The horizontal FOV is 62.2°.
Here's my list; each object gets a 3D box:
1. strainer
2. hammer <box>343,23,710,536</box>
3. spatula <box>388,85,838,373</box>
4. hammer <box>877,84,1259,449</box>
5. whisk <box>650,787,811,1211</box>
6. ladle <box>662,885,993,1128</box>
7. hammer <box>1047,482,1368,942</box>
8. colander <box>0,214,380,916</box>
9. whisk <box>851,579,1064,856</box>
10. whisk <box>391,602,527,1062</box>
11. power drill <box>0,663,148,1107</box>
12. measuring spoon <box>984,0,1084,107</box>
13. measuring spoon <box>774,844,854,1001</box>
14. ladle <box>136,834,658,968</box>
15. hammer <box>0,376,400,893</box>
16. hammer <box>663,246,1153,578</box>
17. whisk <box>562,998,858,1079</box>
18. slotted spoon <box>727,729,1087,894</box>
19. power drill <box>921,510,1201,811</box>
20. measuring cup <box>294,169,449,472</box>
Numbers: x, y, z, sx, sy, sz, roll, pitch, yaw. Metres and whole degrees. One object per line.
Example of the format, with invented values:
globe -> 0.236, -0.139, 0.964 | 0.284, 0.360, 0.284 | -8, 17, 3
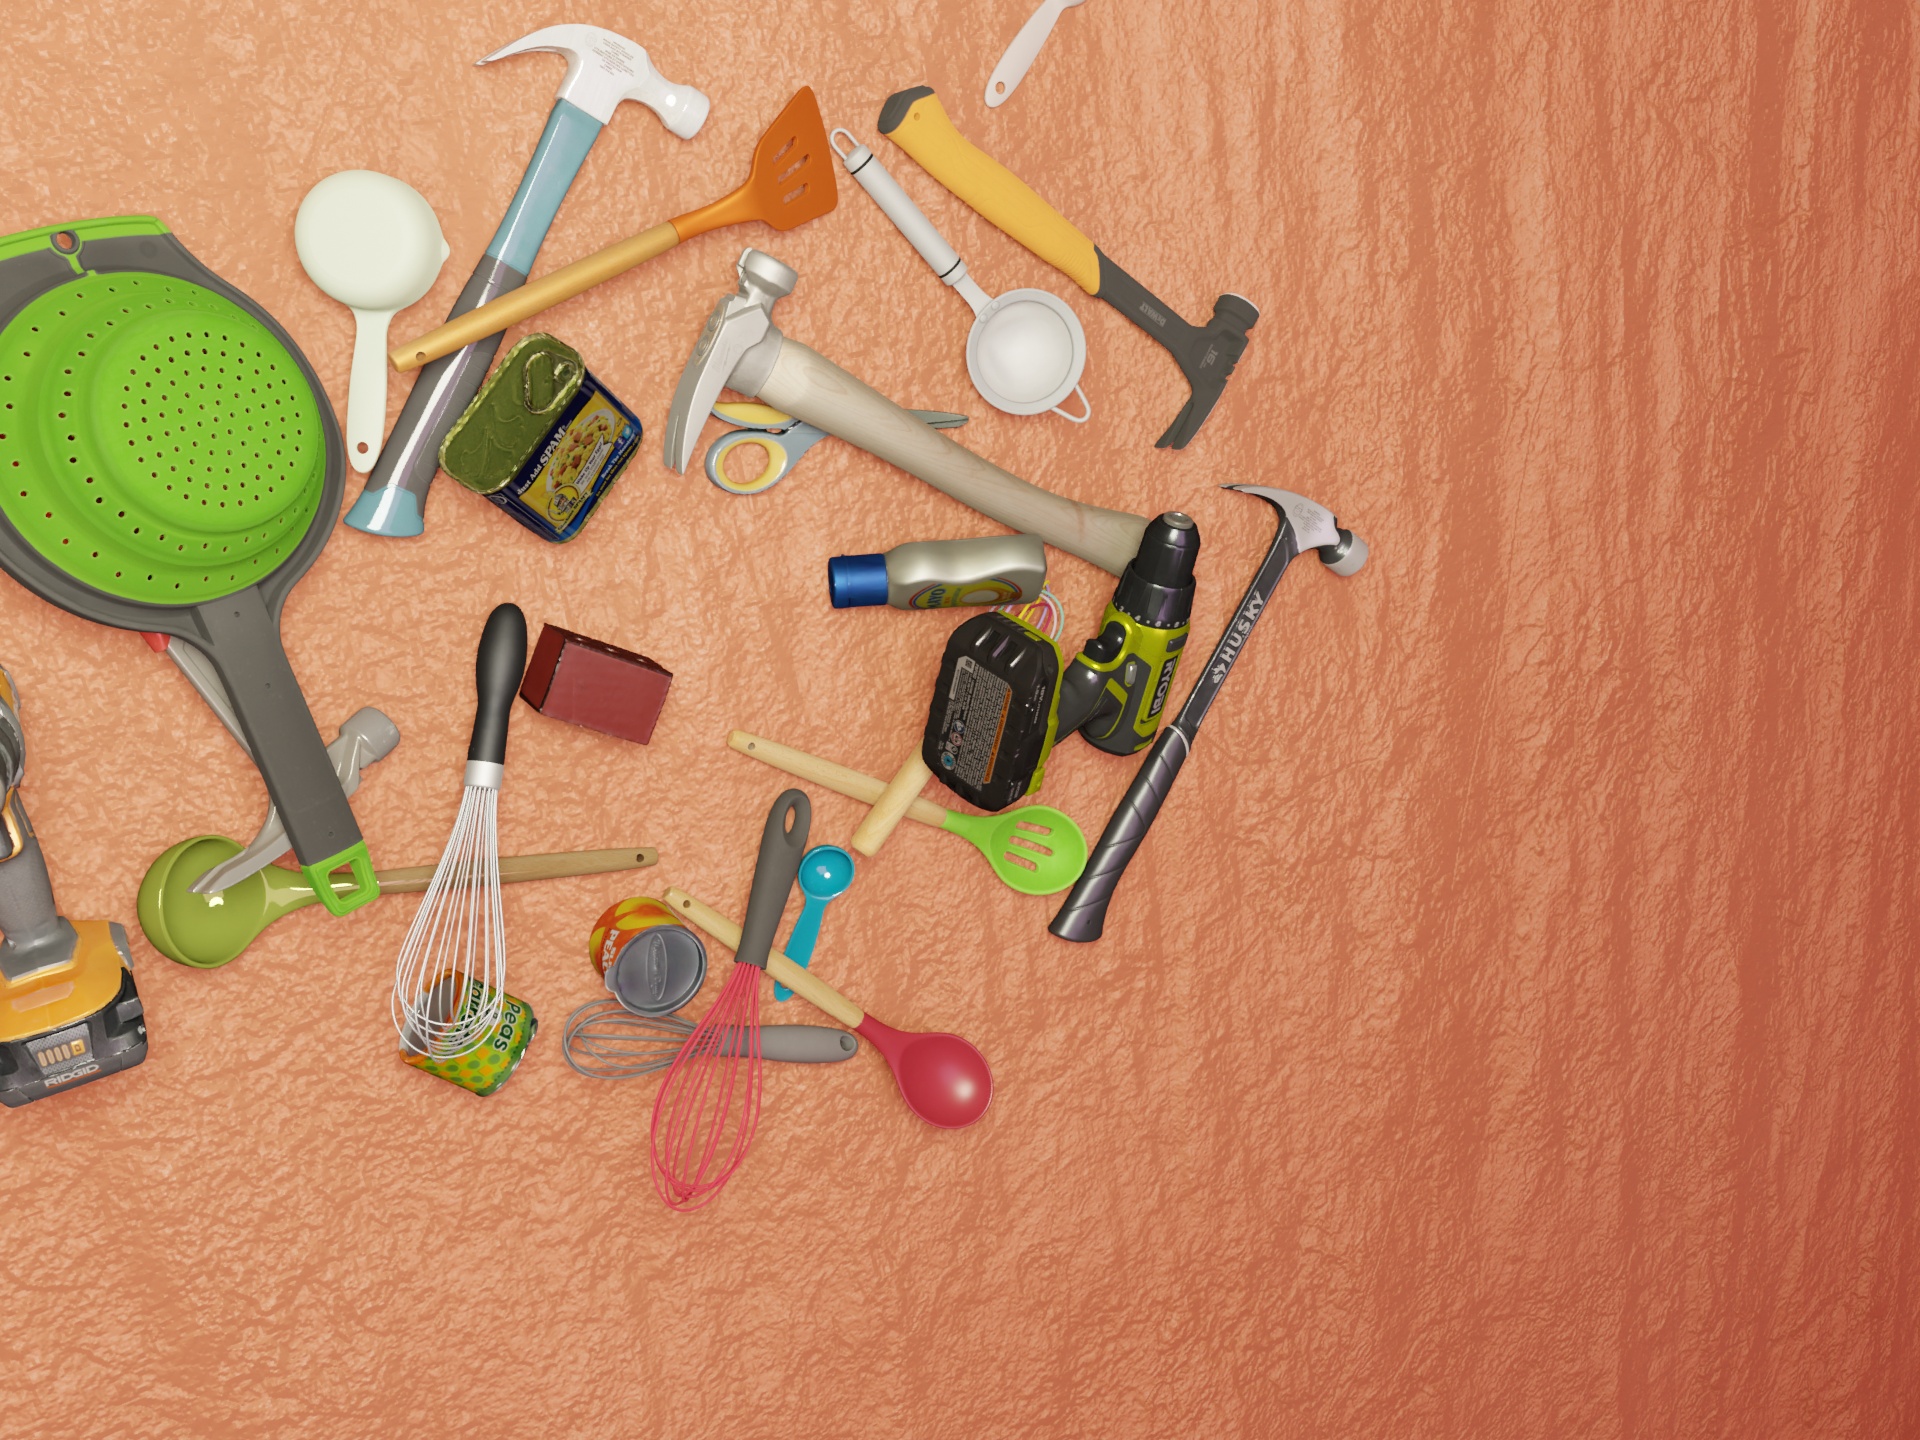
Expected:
strainer -> 0.001, -0.302, 1.087 | 0.087, 0.050, 0.258 | -45, 116, 1
hammer -> -0.274, -0.257, 0.944 | 0.128, 0.033, 0.331 | 26, 90, -34
spatula -> -0.197, -0.284, 0.954 | 0.322, 0.041, 0.081 | -34, 133, -23
hammer -> 0.073, -0.325, 1.126 | 0.336, 0.034, 0.127 | 29, 87, -33
whisk -> -0.150, 0.186, 1.090 | 0.073, 0.073, 0.296 | 26, 70, -33
ladle -> -0.095, 0.209, 1.169 | 0.315, 0.031, 0.069 | 40, 68, -26
hammer -> 0.182, -0.003, 1.280 | 0.149, 0.036, 0.409 | 30, 88, -32
colander -> -0.381, -0.074, 0.847 | 0.204, 0.094, 0.397 | -31, 111, -41
whisk -> -0.001, -0.003, 1.158 | 0.051, 0.047, 0.245 | 40, 78, -22
whisk -> -0.298, 0.066, 0.976 | 0.070, 0.070, 0.285 | 12, 79, -32
power drill -> -0.495, 0.085, 0.826 | 0.084, 0.185, 0.226 | -18, 115, -27
measuring spoon -> 0.055, -0.469, 1.083 | 0.034, 0.018, 0.124 | 35, 86, -33
measuring spoon -> -0.114, 0.146, 1.165 | 0.042, 0.021, 0.128 | 14, 106, -25
ladle -> -0.338, 0.100, 0.997 | 0.320, 0.062, 0.078 | -3, 91, -32
hammer -> -0.461, -0.082, 0.863 | 0.149, 0.037, 0.358 | -50, 122, -39
hammer -> -0.010, -0.167, 1.107 | 0.410, 0.038, 0.146 | 22, 98, -37
whisk -> -0.173, 0.231, 1.134 | 0.238, 0.055, 0.055 | 10, 99, -36
slotted spoon -> -0.034, 0.062, 1.178 | 0.313, 0.031, 0.070 | 22, 91, -31
power drill -> 0.085, -0.043, 1.128 | 0.228, 0.080, 0.190 | -24, 137, -45
measuring cup -> -0.336, -0.223, 0.892 | 0.083, 0.038, 0.167 | 5, 97, -4
